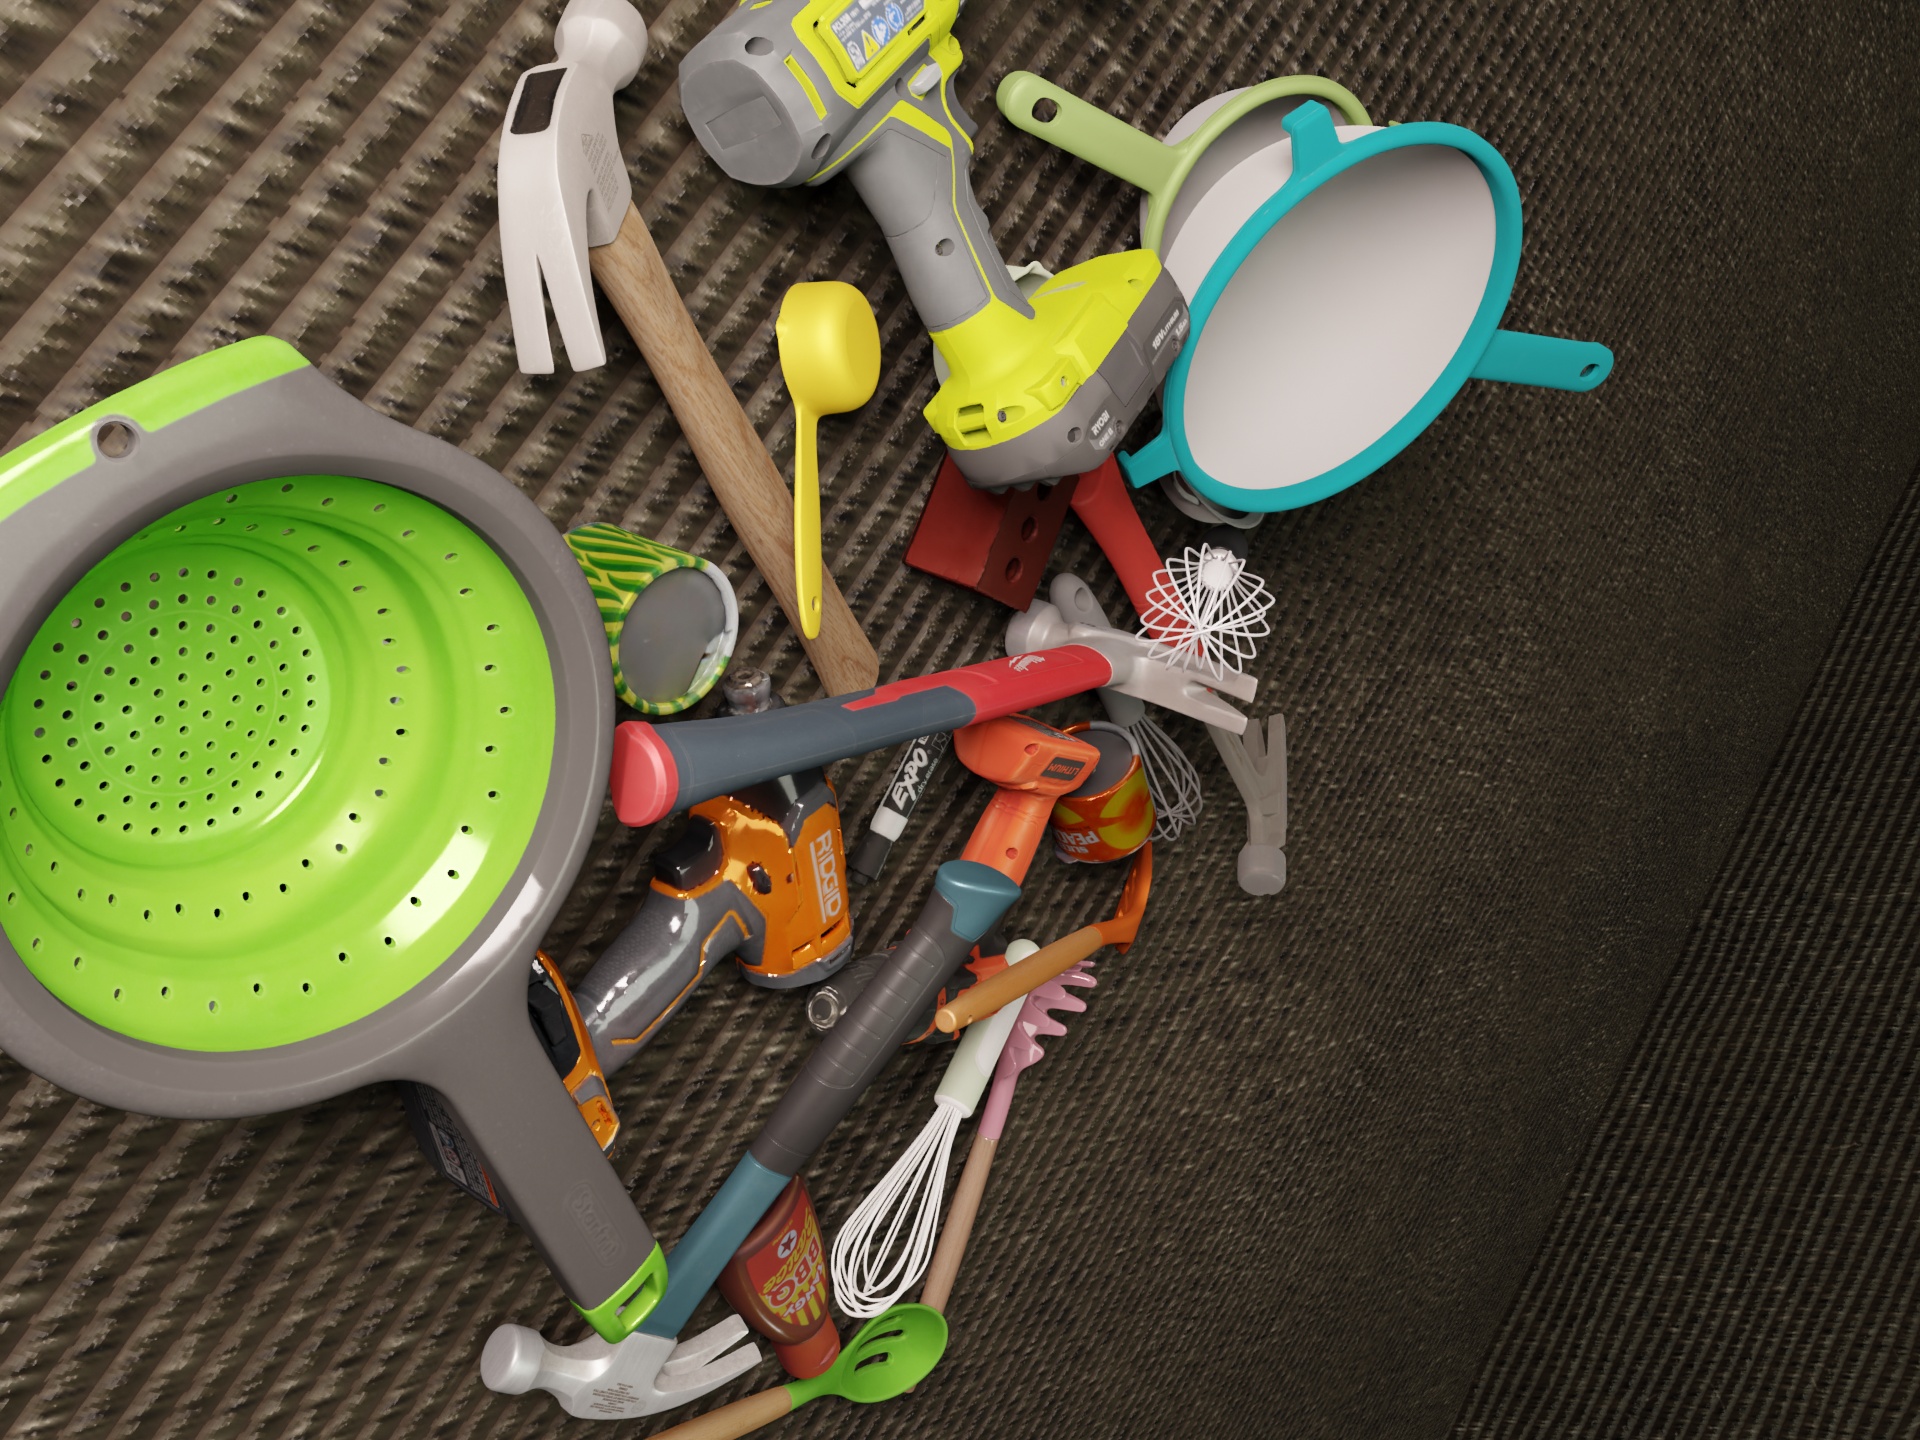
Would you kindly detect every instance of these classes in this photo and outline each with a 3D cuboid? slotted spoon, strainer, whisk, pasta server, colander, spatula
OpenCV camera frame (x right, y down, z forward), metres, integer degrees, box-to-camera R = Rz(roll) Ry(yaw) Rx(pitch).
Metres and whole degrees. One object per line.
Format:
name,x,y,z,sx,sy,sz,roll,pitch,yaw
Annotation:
slotted spoon,-0.120,0.397,0.916,0.313,0.031,0.070,1,107,-50
strainer,0.222,-0.220,0.847,0.340,0.095,0.211,-4,132,-37
strainer,0.106,-0.286,0.825,0.256,0.069,0.151,9,121,-40
whisk,-0.008,0.234,0.936,0.057,0.059,0.246,49,56,-32
whisk,0.142,-0.078,0.878,0.285,0.070,0.070,-51,152,-71
pasta server,0.016,0.296,1.028,0.060,0.040,0.316,1,108,-64
colander,-0.194,0.069,0.523,0.204,0.095,0.396,-42,133,-32
spatula,0.059,0.130,0.935,0.322,0.041,0.081,-12,123,-62
strainer,0.184,-0.176,0.995,0.258,0.050,0.087,-36,90,-43
whisk,0.099,-0.004,0.975,0.055,0.055,0.238,-51,136,-21

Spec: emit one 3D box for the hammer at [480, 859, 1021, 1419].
hammer,-0.084,0.203,0.770,0.128,0.033,0.331,34,94,-39

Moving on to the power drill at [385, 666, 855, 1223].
power drill,-0.137,0.086,0.689,0.226,0.084,0.164,-38,134,-41

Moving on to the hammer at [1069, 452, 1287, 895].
hammer,0.138,-0.048,0.979,0.358,0.037,0.149,56,32,-42

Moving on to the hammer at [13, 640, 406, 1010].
hammer,-0.310,-0.010,0.453,0.334,0.035,0.146,34,80,-53

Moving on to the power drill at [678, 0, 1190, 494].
power drill,0.005,-0.231,0.670,0.228,0.080,0.191,54,54,-30

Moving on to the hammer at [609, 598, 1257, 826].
hammer,-0.001,-0.002,0.717,0.386,0.143,0.038,-16,122,-56

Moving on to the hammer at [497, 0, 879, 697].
hammer,-0.096,-0.111,0.650,0.331,0.031,0.130,65,29,-51

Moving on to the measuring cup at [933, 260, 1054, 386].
measuring cup,0.046,-0.196,0.812,0.167,0.038,0.083,-22,124,-49

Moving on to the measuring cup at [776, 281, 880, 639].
measuring cup,-0.054,-0.112,0.681,0.062,0.029,0.156,20,68,-69
